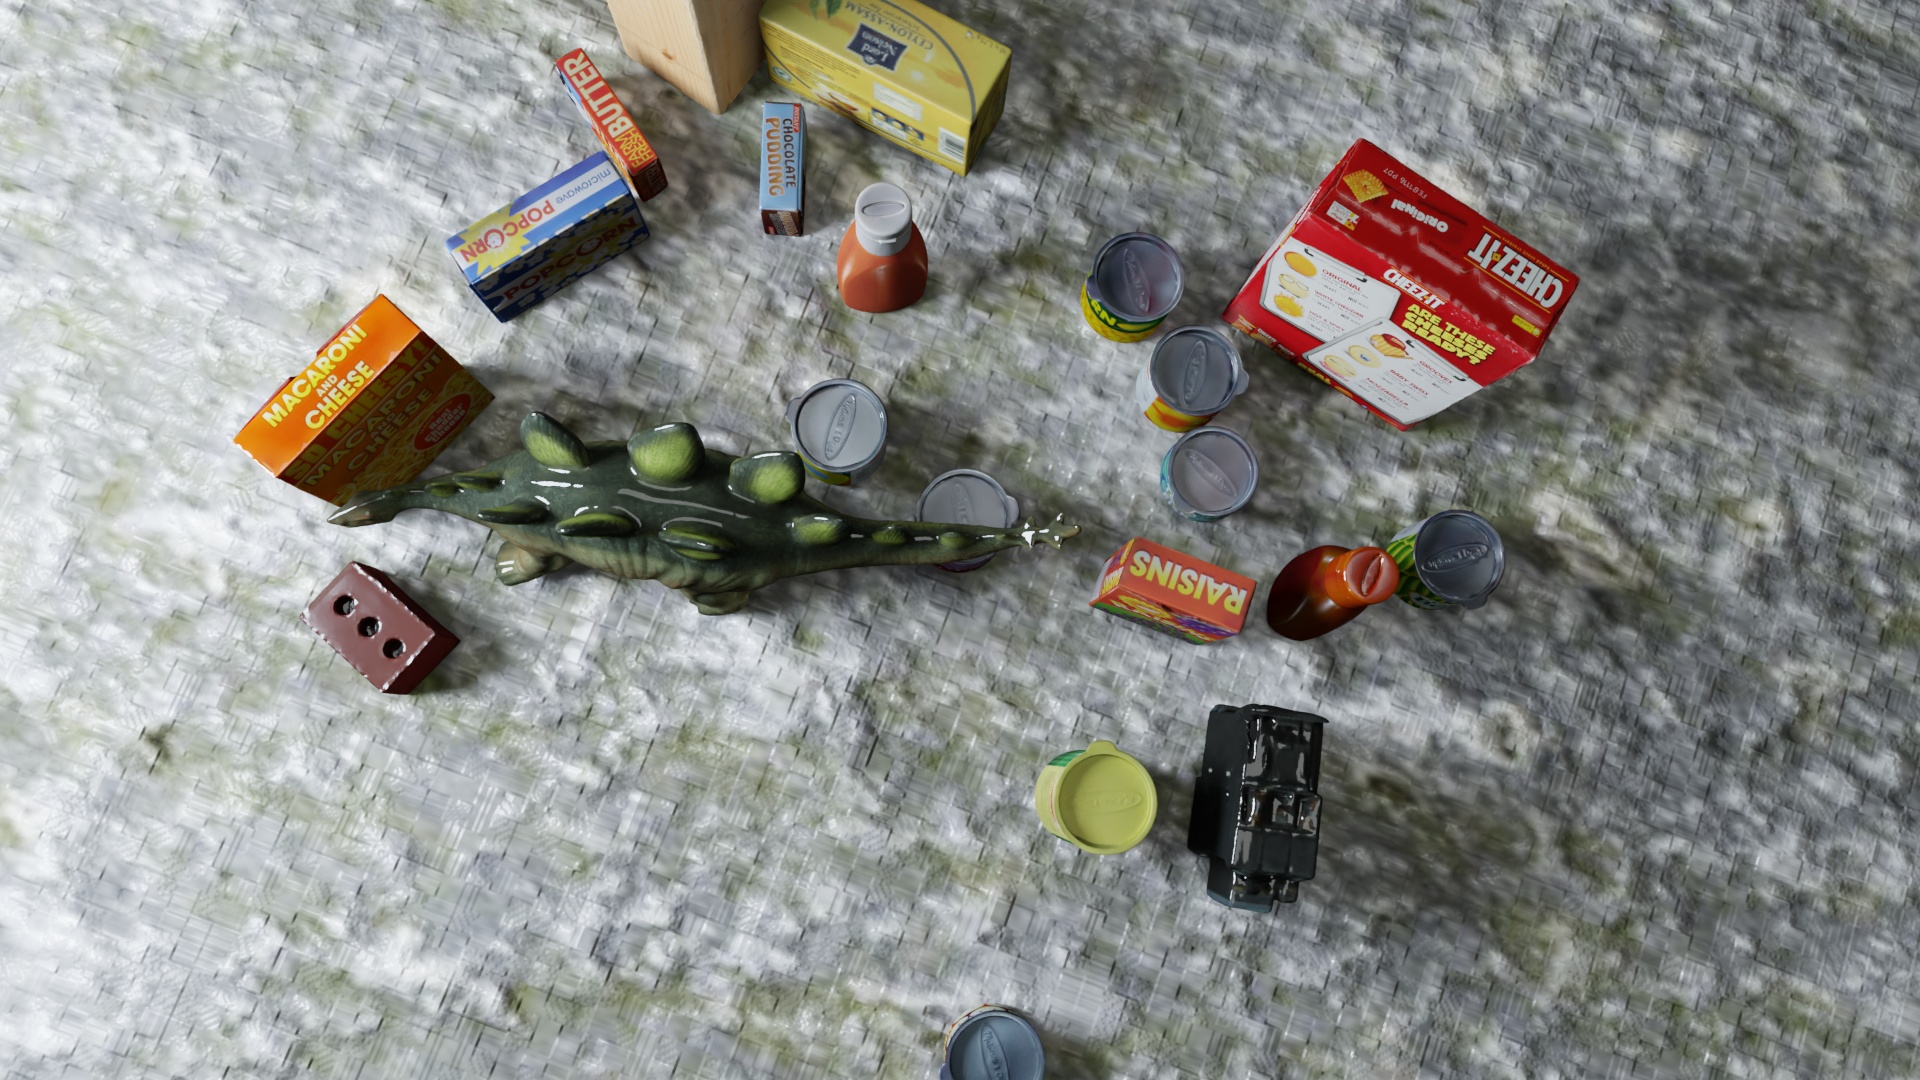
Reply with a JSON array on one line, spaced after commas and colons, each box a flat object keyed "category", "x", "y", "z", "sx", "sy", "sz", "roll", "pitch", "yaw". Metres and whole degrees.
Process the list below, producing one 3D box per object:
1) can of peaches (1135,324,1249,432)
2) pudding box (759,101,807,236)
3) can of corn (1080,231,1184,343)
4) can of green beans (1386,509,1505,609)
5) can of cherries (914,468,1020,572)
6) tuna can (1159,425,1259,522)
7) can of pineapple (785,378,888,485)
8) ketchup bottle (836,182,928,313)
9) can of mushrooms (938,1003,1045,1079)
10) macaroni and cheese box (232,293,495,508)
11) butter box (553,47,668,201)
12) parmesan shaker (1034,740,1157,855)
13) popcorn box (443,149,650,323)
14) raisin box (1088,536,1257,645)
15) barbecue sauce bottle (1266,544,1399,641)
[{"category": "can of peaches", "x": 0.165, "y": -0.114, "z": 0.997, "sx": 0.071, "sy": 0.058, "sz": 0.071, "roll": 1, "pitch": 81, "yaw": -4}, {"category": "pudding box", "x": -0.128, "y": -0.268, "z": 1.005, "sx": 0.030, "sy": 0.049, "sz": 0.084, "roll": 1, "pitch": 81, "yaw": -4}, {"category": "can of corn", "x": 0.121, "y": -0.181, "z": 1.004, "sx": 0.071, "sy": 0.058, "sz": 0.071, "roll": 1, "pitch": 81, "yaw": -4}, {"category": "can of green beans", "x": 0.344, "y": 0.015, "z": 0.989, "sx": 0.071, "sy": 0.057, "sz": 0.071, "roll": 1, "pitch": 81, "yaw": -4}, {"category": "can of cherries", "x": 0.003, "y": -0.012, "z": 0.969, "sx": 0.071, "sy": 0.058, "sz": 0.071, "roll": 1, "pitch": 81, "yaw": -4}, {"category": "tuna can", "x": 0.177, "y": -0.045, "z": 0.999, "sx": 0.071, "sy": 0.032, "sz": 0.071, "roll": 1, "pitch": 81, "yaw": -4}, {"category": "can of pineapple", "x": -0.085, "y": -0.076, "z": 0.973, "sx": 0.071, "sy": 0.057, "sz": 0.071, "roll": 1, "pitch": 81, "yaw": -4}, {"category": "ketchup bottle", "x": -0.053, "y": -0.198, "z": 0.949, "sx": 0.065, "sy": 0.148, "sz": 0.043, "roll": -9, "pitch": 82, "yaw": -5}, {"category": "can of mushrooms", "x": 0.019, "y": 0.345, "z": 0.926, "sx": 0.071, "sy": 0.033, "sz": 0.071, "roll": 1, "pitch": 81, "yaw": -4}, {"category": "macaroni and cheese box", "x": -0.379, "y": -0.081, "z": 0.898, "sx": 0.040, "sy": 0.166, "sz": 0.124, "roll": 41, "pitch": 81, "yaw": 3}, {"category": "butter box", "x": -0.250, "y": -0.298, "z": 0.999, "sx": 0.024, "sy": 0.053, "sz": 0.103, "roll": -34, "pitch": 85, "yaw": -8}, {"category": "parmesan shaker", "x": 0.088, "y": 0.169, "z": 0.924, "sx": 0.071, "sy": 0.103, "sz": 0.071, "roll": 1, "pitch": 81, "yaw": -4}, {"category": "popcorn box", "x": -0.284, "y": -0.210, "z": 0.966, "sx": 0.127, "sy": 0.085, "sz": 0.038, "roll": -33, "pitch": 85, "yaw": -8}, {"category": "raisin box", "x": 0.140, "y": 0.036, "z": 0.938, "sx": 0.086, "sy": 0.123, "sz": 0.040, "roll": 21, "pitch": 81, "yaw": -1}, {"category": "barbecue sauce bottle", "x": 0.250, "y": 0.031, "z": 0.934, "sx": 0.044, "sy": 0.148, "sz": 0.065, "roll": 26, "pitch": 81, "yaw": 0}]
